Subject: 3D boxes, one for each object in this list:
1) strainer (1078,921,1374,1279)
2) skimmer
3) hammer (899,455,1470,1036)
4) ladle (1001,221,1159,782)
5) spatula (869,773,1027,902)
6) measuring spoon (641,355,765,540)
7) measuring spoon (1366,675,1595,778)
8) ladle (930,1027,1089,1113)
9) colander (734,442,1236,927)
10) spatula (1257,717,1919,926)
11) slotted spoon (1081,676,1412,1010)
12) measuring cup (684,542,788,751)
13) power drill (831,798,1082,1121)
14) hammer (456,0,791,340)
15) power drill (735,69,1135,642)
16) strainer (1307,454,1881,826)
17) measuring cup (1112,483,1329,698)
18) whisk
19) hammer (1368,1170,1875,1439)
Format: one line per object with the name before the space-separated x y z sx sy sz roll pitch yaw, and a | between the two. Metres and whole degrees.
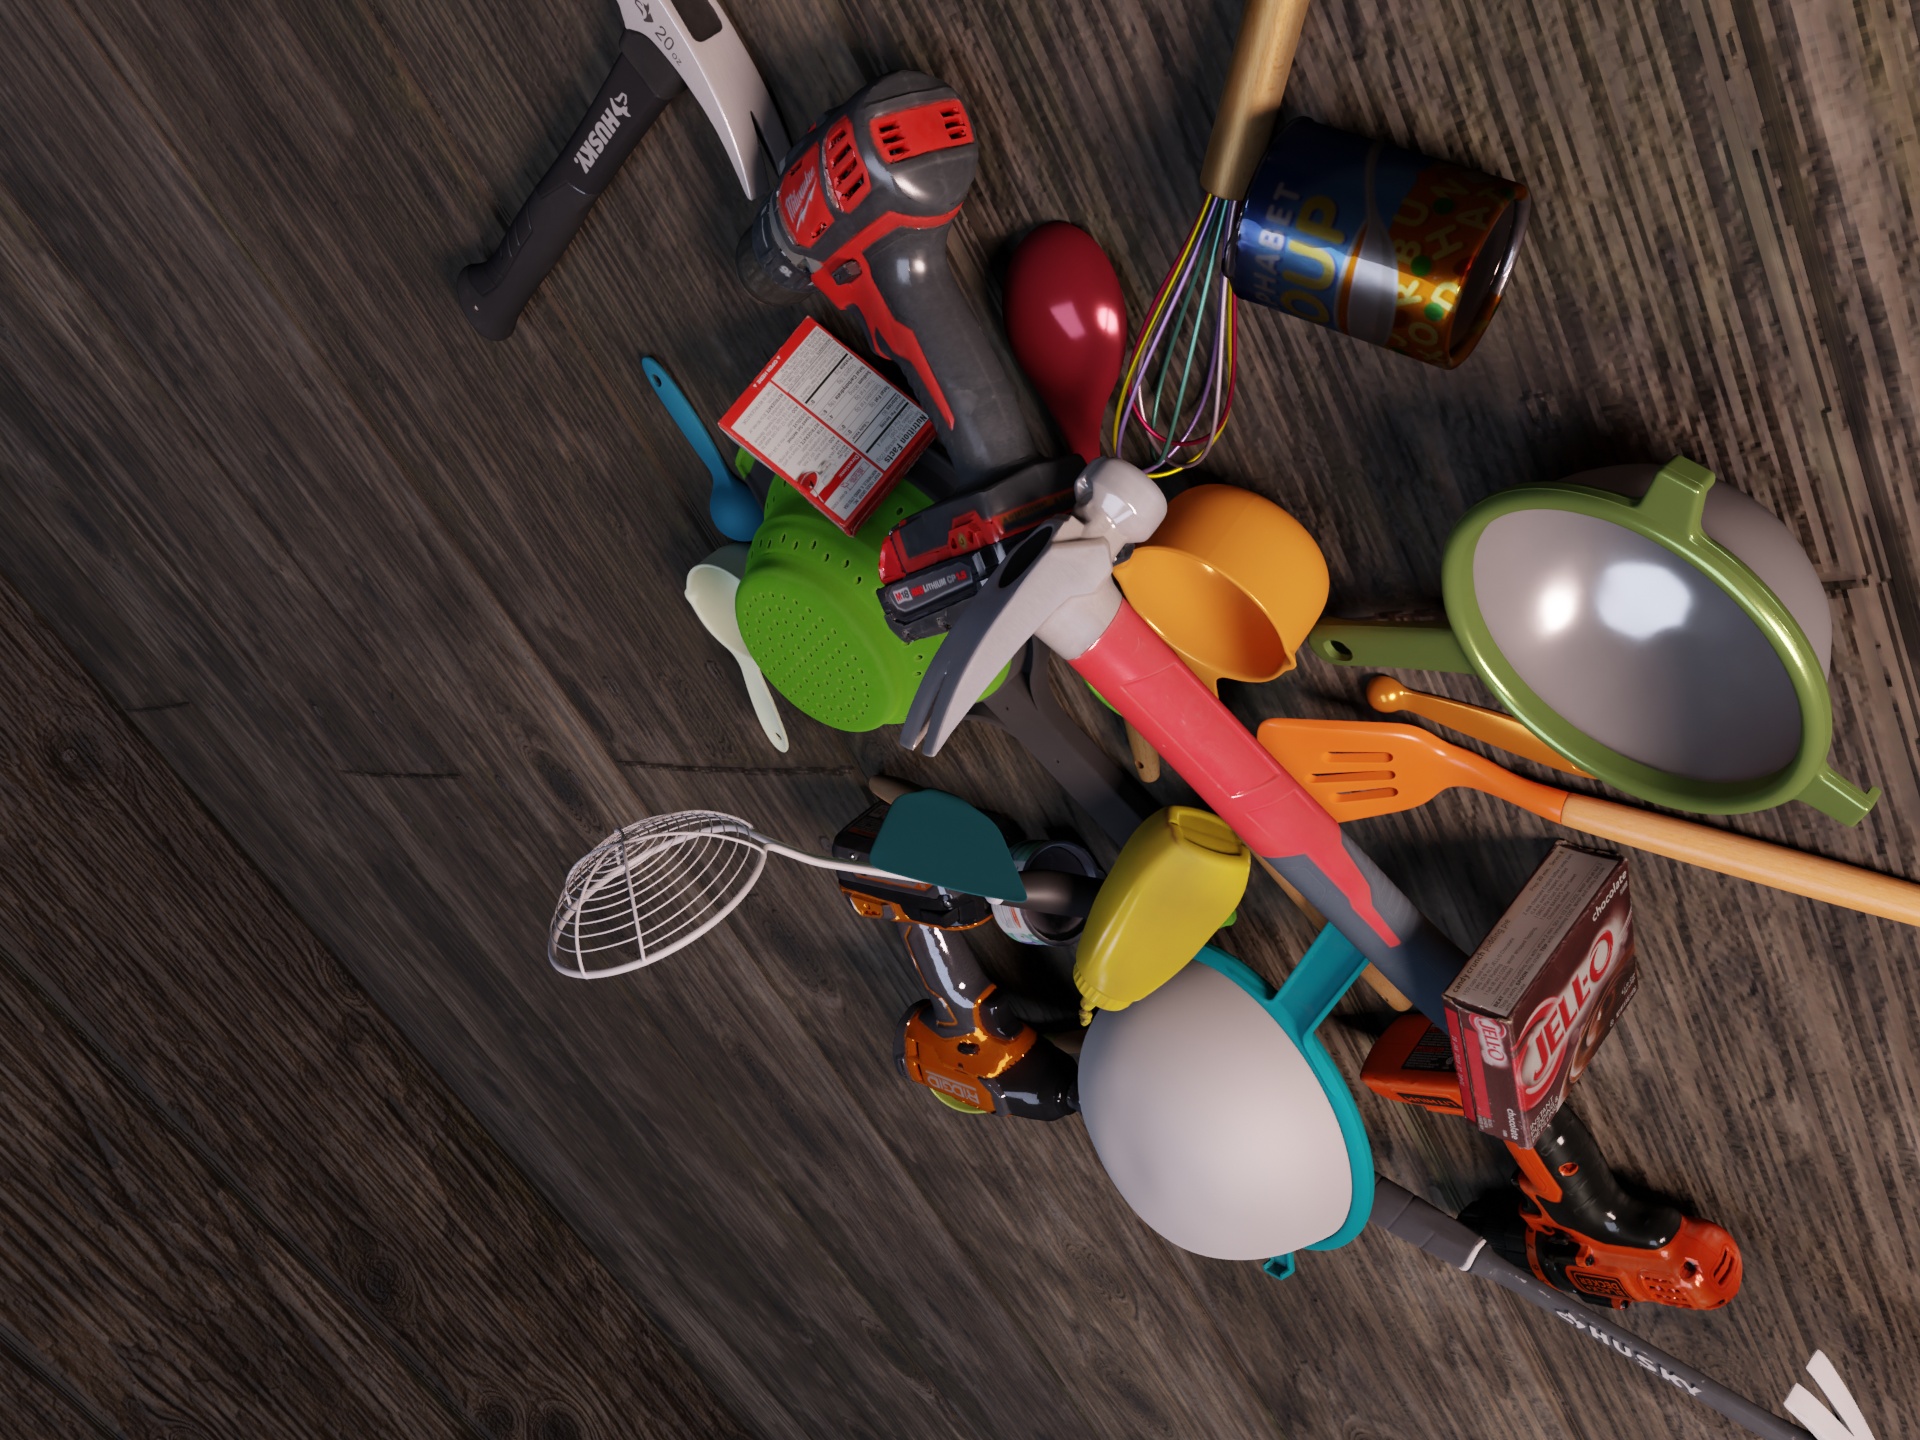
strainer | 0.146 0.205 0.895 0.211 0.095 0.340 51 151 23
skimmer | -0.044 0.114 0.904 0.127 0.363 0.090 -136 59 -65
hammer | 0.142 0.065 0.711 0.386 0.143 0.038 43 169 -26
ladle | 0.069 -0.087 0.774 0.069 0.031 0.315 22 142 38
spatula | -0.030 0.057 0.934 0.082 0.044 0.317 14 179 -11
measuring spoon | -0.159 -0.158 0.953 0.042 0.021 0.128 0 129 48
measuring spoon | 0.237 0.005 0.719 0.117 0.011 0.021 22 143 30
ladle | 0.080 0.234 1.123 0.320 0.062 0.078 -23 102 53
colander | -0.001 -0.003 0.894 0.397 0.094 0.204 47 148 -5
spatula | 0.285 0.052 0.693 0.323 0.041 0.080 17 146 34
slotted spoon | 0.150 0.054 0.820 0.313 0.031 0.070 47 172 -24
measuring cup | -0.126 -0.046 1.038 0.083 0.038 0.167 23 145 30
power drill | 0.009 0.171 1.071 0.164 0.084 0.226 10 126 41
hammer | -0.203 -0.281 0.847 0.146 0.035 0.335 51 147 -11
power drill | -0.027 -0.155 0.725 0.188 0.080 0.226 -9 104 62
strainer | 0.236 -0.045 0.628 0.151 0.069 0.256 53 163 -18
measuring cup | 0.127 -0.046 0.752 0.095 0.052 0.173 30 162 21
whisk | 0.102 -0.190 0.620 0.047 0.051 0.244 15 139 4
hammer | 0.297 0.302 0.877 0.409 0.036 0.149 22 148 47
